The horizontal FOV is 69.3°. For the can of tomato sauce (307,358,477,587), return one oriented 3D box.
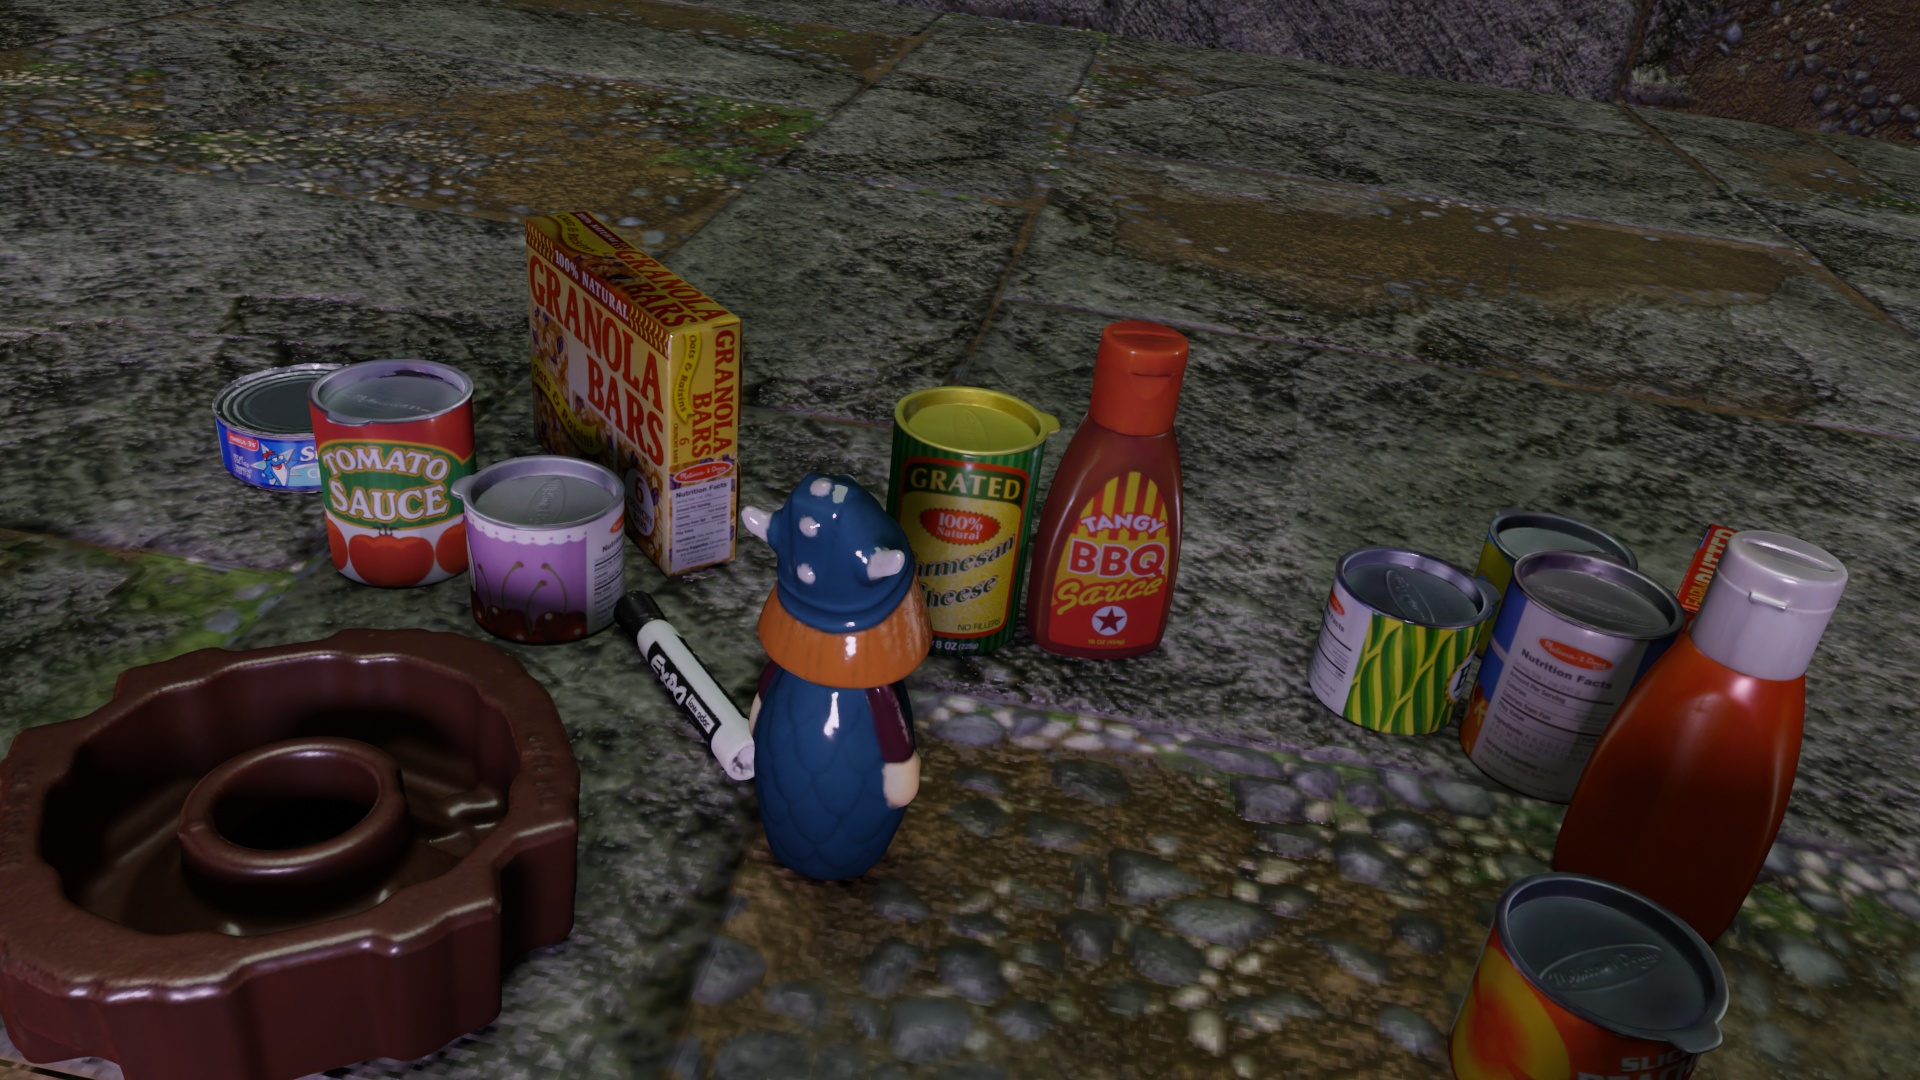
[{"bbox_3d":[-0.250,-0.029,0.618,0.071,0.082,0.071,5,29,-3],"label":"can of tomato sauce"}]

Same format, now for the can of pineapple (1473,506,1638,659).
[{"bbox_3d":[0.276,0.025,0.659,0.071,0.057,0.071,5,29,-3],"label":"can of pineapple"}]

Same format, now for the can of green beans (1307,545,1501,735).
[{"bbox_3d":[0.191,0.043,0.609,0.071,0.057,0.071,5,29,-3],"label":"can of green beans"}]

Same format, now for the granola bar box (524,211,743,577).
[{"bbox_3d":[-0.161,-0.076,0.677,0.039,0.123,0.166,-15,36,-34],"label":"granola bar box"}]

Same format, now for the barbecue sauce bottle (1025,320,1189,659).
[{"bbox_3d":[0.068,-0.020,0.603,0.065,0.147,0.044,2,29,-8],"label":"barbecue sauce bottle"}]

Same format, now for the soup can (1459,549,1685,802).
[{"bbox_3d":[0.251,0.055,0.576,0.071,0.083,0.072,5,29,-3],"label":"soup can"}]

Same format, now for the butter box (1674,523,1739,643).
[{"bbox_3d":[0.353,0.035,0.663,0.024,0.052,0.104,23,33,27],"label":"butter box"}]

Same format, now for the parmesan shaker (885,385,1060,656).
[{"bbox_3d":[0.002,-0.008,0.613,0.071,0.102,0.071,5,29,-3],"label":"parmesan shaker"}]

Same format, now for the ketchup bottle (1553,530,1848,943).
[{"bbox_3d":[0.261,0.069,0.486,0.065,0.148,0.044,24,33,28],"label":"ketchup bottle"}]

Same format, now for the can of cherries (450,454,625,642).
[{"bbox_3d":[-0.181,0.003,0.601,0.071,0.058,0.072,5,29,-3],"label":"can of cherries"}]

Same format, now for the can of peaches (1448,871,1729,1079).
[{"bbox_3d":[0.191,0.147,0.425,0.071,0.057,0.071,5,29,-3],"label":"can of peaches"}]
